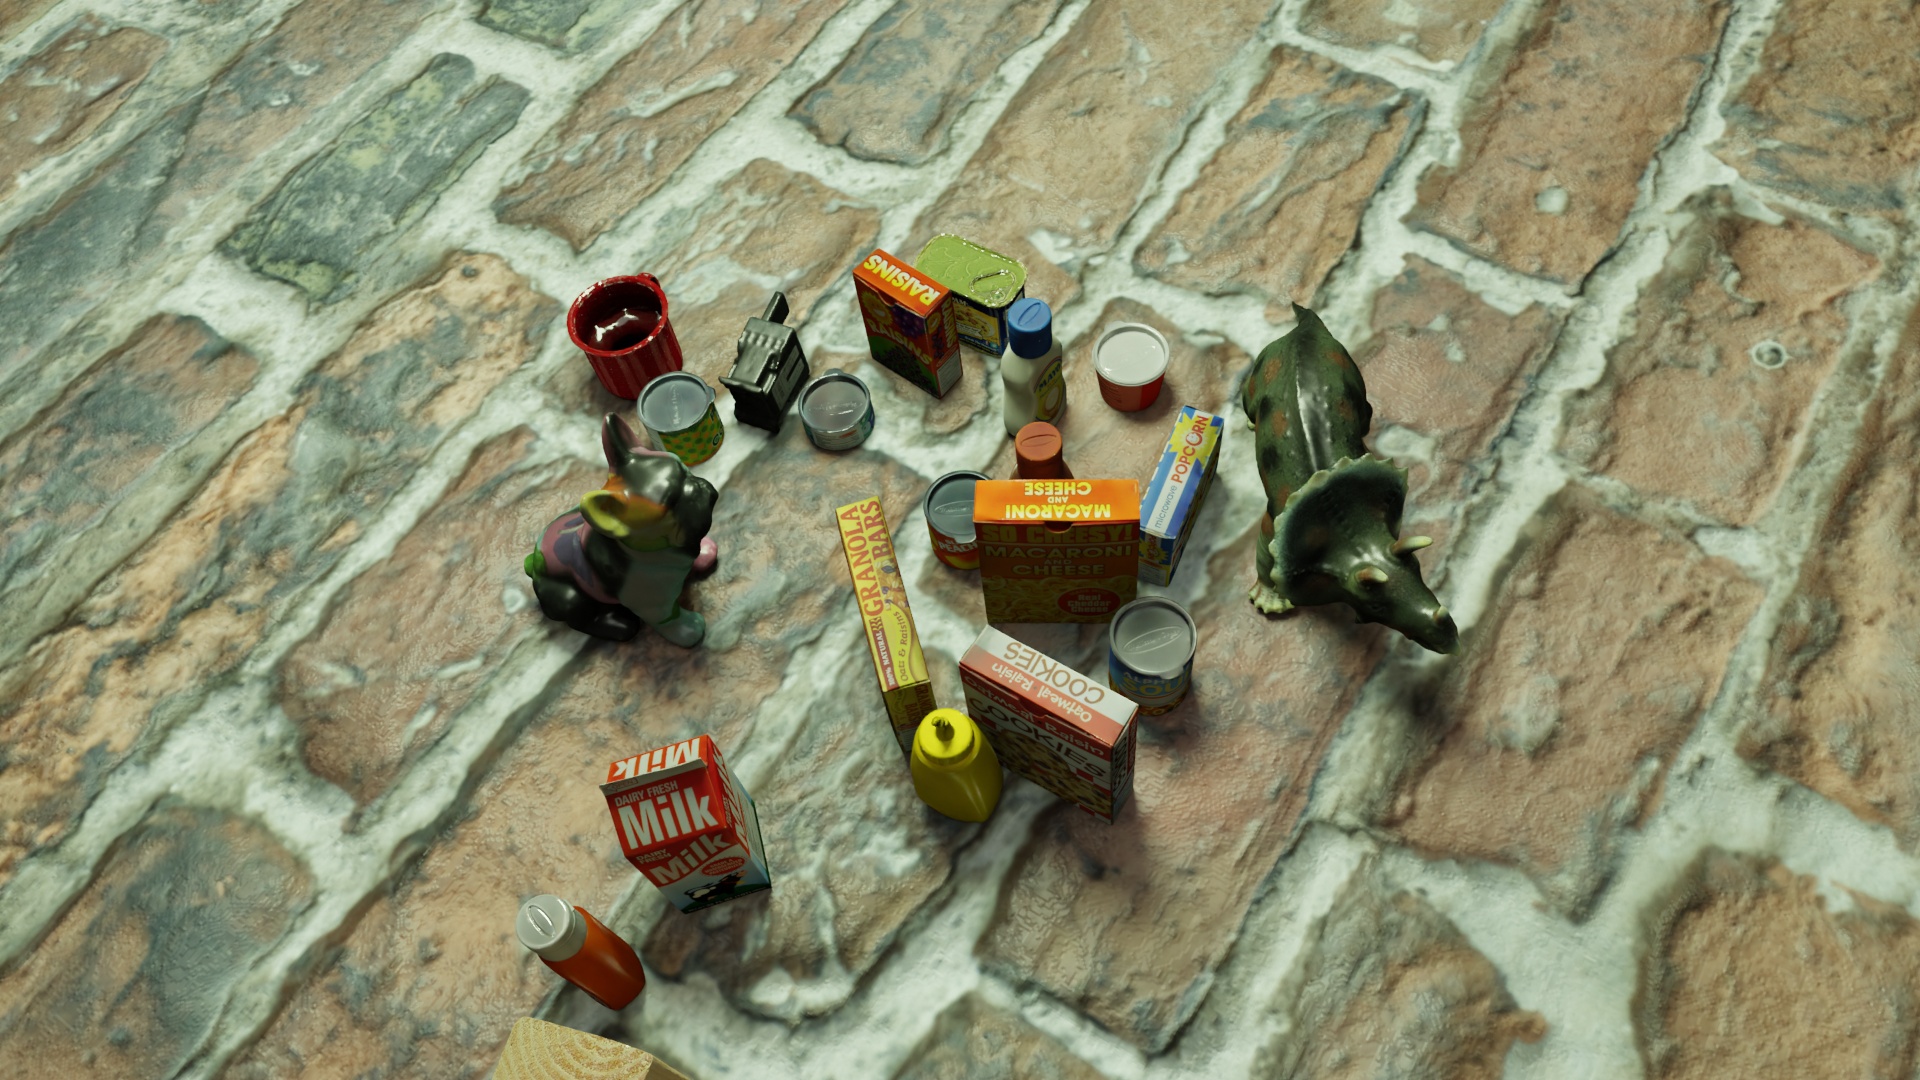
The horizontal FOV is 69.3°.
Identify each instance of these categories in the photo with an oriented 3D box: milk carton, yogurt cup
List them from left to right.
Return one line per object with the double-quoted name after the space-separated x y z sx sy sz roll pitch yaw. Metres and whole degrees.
-0.194 0.198 0.988 0.072 0.189 0.074 -16 60 -4 "milk carton"
0.152 -0.151 1.239 0.072 0.053 0.073 -2 60 4 "yogurt cup"

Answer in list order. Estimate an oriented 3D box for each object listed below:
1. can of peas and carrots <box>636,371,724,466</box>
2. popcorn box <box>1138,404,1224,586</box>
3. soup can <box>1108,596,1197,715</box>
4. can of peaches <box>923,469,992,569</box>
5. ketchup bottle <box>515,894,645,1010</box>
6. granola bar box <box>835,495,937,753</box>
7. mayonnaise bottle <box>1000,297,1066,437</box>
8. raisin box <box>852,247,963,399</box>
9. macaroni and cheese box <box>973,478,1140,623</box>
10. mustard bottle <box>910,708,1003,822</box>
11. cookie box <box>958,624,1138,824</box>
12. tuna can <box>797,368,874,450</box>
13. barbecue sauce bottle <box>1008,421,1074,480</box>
-0.248 -0.109 1.248 0.071 0.058 0.071 -2 60 4 "can of peas and carrots"
0.179 -0.036 1.151 0.038 0.085 0.127 19 63 15 "popcorn box"
0.149 0.094 1.079 0.071 0.083 0.071 -2 60 4 "soup can"
0.004 -0.015 1.170 0.071 0.057 0.071 -2 60 4 "can of peaches"
-0.266 0.284 0.969 0.044 0.148 0.065 -42 65 -17 "ketchup bottle"
-0.055 0.068 1.090 0.039 0.123 0.166 -15 60 -3 "granola bar box"
0.062 -0.147 1.190 0.041 0.147 0.065 32 68 21 "mayonnaise bottle"
-0.046 -0.192 1.240 0.086 0.123 0.040 35 69 22 "raisin box"
0.077 0.012 1.085 0.124 0.165 0.040 0 60 5 "macaroni and cheese box"
-0.005 0.159 1.011 0.065 0.159 0.049 16 63 14 "mustard bottle"
0.065 0.138 1.013 0.123 0.166 0.040 26 66 19 "cookie box"
-0.112 -0.118 1.256 0.071 0.032 0.071 -2 60 4 "tuna can"
0.066 -0.041 1.128 0.065 0.148 0.044 -11 60 -1 "barbecue sauce bottle"
